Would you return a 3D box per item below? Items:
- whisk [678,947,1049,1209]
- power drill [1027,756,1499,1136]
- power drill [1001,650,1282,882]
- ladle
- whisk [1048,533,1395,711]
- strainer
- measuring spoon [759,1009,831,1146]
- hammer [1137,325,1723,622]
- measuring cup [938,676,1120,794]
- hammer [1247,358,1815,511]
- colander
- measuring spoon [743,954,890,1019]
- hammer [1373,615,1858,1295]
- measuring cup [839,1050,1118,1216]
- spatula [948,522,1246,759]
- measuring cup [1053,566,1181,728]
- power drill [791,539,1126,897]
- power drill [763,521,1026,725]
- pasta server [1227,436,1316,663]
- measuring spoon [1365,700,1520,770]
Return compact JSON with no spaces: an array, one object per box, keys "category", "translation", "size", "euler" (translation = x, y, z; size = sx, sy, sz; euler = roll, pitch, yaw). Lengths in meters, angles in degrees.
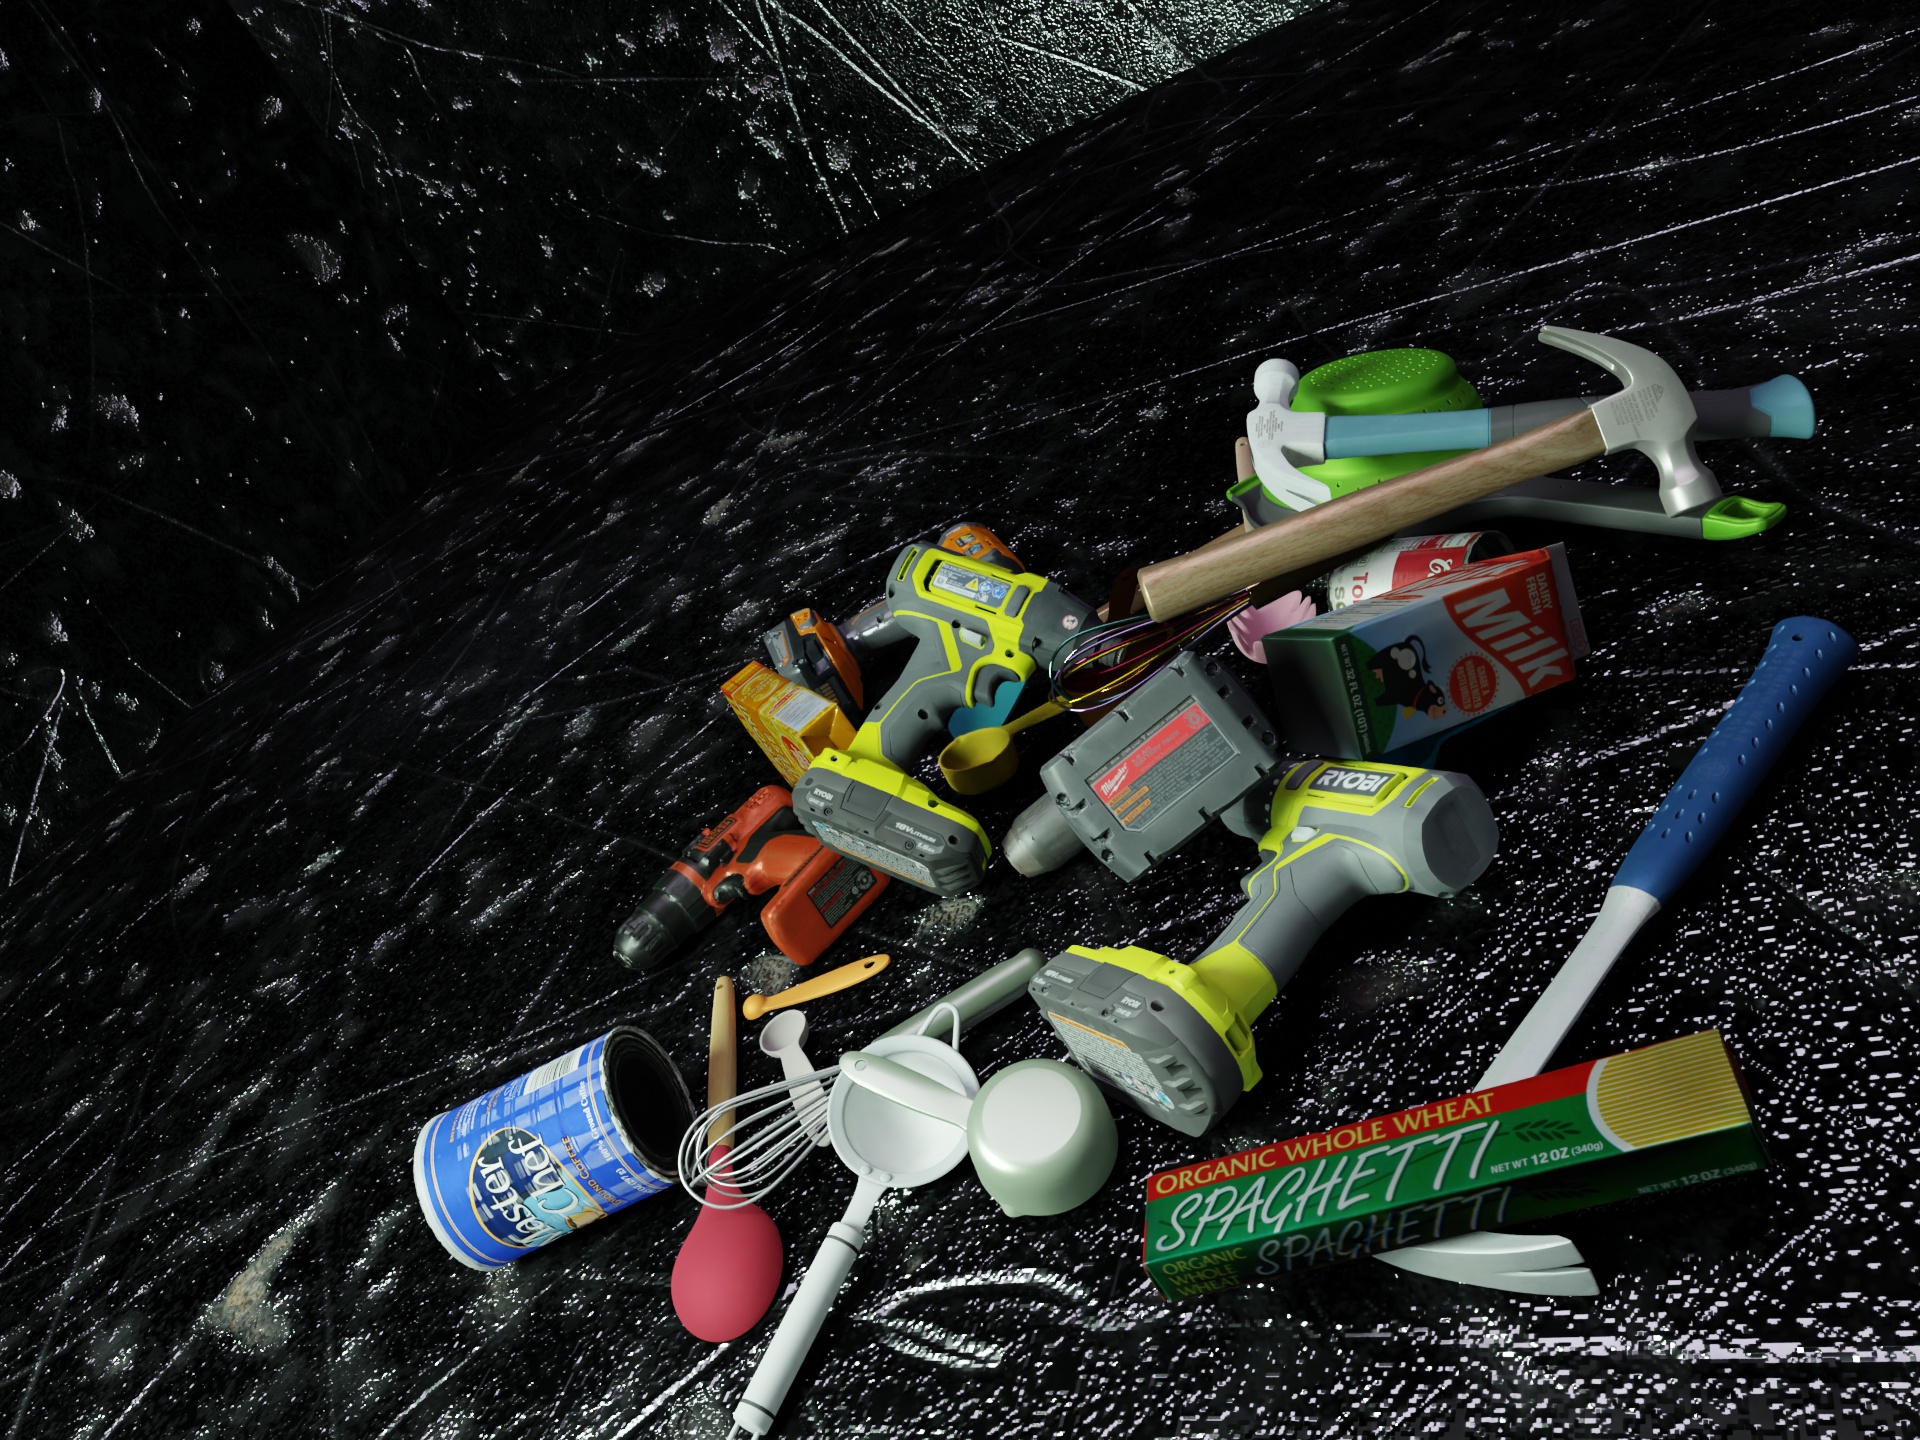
[{"category":"whisk","translation":[-0.052,0.202,0.922],"size":[0.246,0.057,0.059],"euler":[-30,68,-14]},{"category":"power drill","translation":[0.150,0.102,0.855],"size":[0.228,0.080,0.191],"euler":[-40,20,-19]},{"category":"power drill","translation":[0.099,0.036,0.948],"size":[0.188,0.080,0.226],"euler":[-39,-2,5]},{"category":"ladle","translation":[-0.146,0.251,0.984],"size":[0.069,0.031,0.316],"euler":[-26,26,4]},{"category":"whisk","translation":[0.164,-0.072,1.021],"size":[0.245,0.051,0.047],"euler":[-28,-7,5]},{"category":"strainer","translation":[-0.058,0.268,0.844],"size":[0.087,0.050,0.258],"euler":[17,55,20]},{"category":"measuring spoon","translation":[-0.096,0.225,0.989],"size":[0.034,0.018,0.124],"euler":[-34,34,-2]},{"category":"hammer","translation":[0.265,-0.134,0.951],"size":[0.331,0.130,0.031],"euler":[-20,-6,12]},{"category":"measuring cup","translation":[0.057,0.009,1.174],"size":[0.156,0.029,0.062],"euler":[-27,25,-15]},{"category":"hammer","translation":[0.344,-0.184,0.989],"size":[0.331,0.033,0.128],"euler":[0,54,20]},{"category":"colander","translation":[0.347,-0.187,1.063],"size":[0.204,0.094,0.397],"euler":[-29,28,-29]},{"category":"measuring spoon","translation":[-0.099,0.176,1.068],"size":[0.117,0.011,0.021],"euler":[-22,29,20]},{"category":"hammer","translation":[0.314,0.092,0.739],"size":[0.405,0.035,0.144],"euler":[-45,29,-22]},{"category":"measuring cup","translation":[0.002,0.198,0.833],"size":[0.168,0.038,0.083],"euler":[16,55,28]},{"category":"spatula","translation":[0.126,-0.078,1.239],"size":[0.317,0.044,0.082],"euler":[-31,26,-6]},{"category":"measuring cup","translation":[0.126,-0.052,1.164],"size":[0.095,0.052,0.174],"euler":[-21,28,23]},{"category":"power drill","translation":[-0.002,-0.003,1.077],"size":[0.171,0.080,0.223],"euler":[21,70,19]},{"category":"power drill","translation":[-0.046,-0.080,1.365],"size":[0.226,0.084,0.164],"euler":[-30,27,-3]},{"category":"pasta server","translation":[0.223,-0.137,1.187],"size":[0.060,0.040,0.316],"euler":[-9,37,11]},{"category":"measuring spoon","translation":[0.294,0.008,0.928],"size":[0.128,0.021,0.042],"euler":[-28,23,-9]}]
